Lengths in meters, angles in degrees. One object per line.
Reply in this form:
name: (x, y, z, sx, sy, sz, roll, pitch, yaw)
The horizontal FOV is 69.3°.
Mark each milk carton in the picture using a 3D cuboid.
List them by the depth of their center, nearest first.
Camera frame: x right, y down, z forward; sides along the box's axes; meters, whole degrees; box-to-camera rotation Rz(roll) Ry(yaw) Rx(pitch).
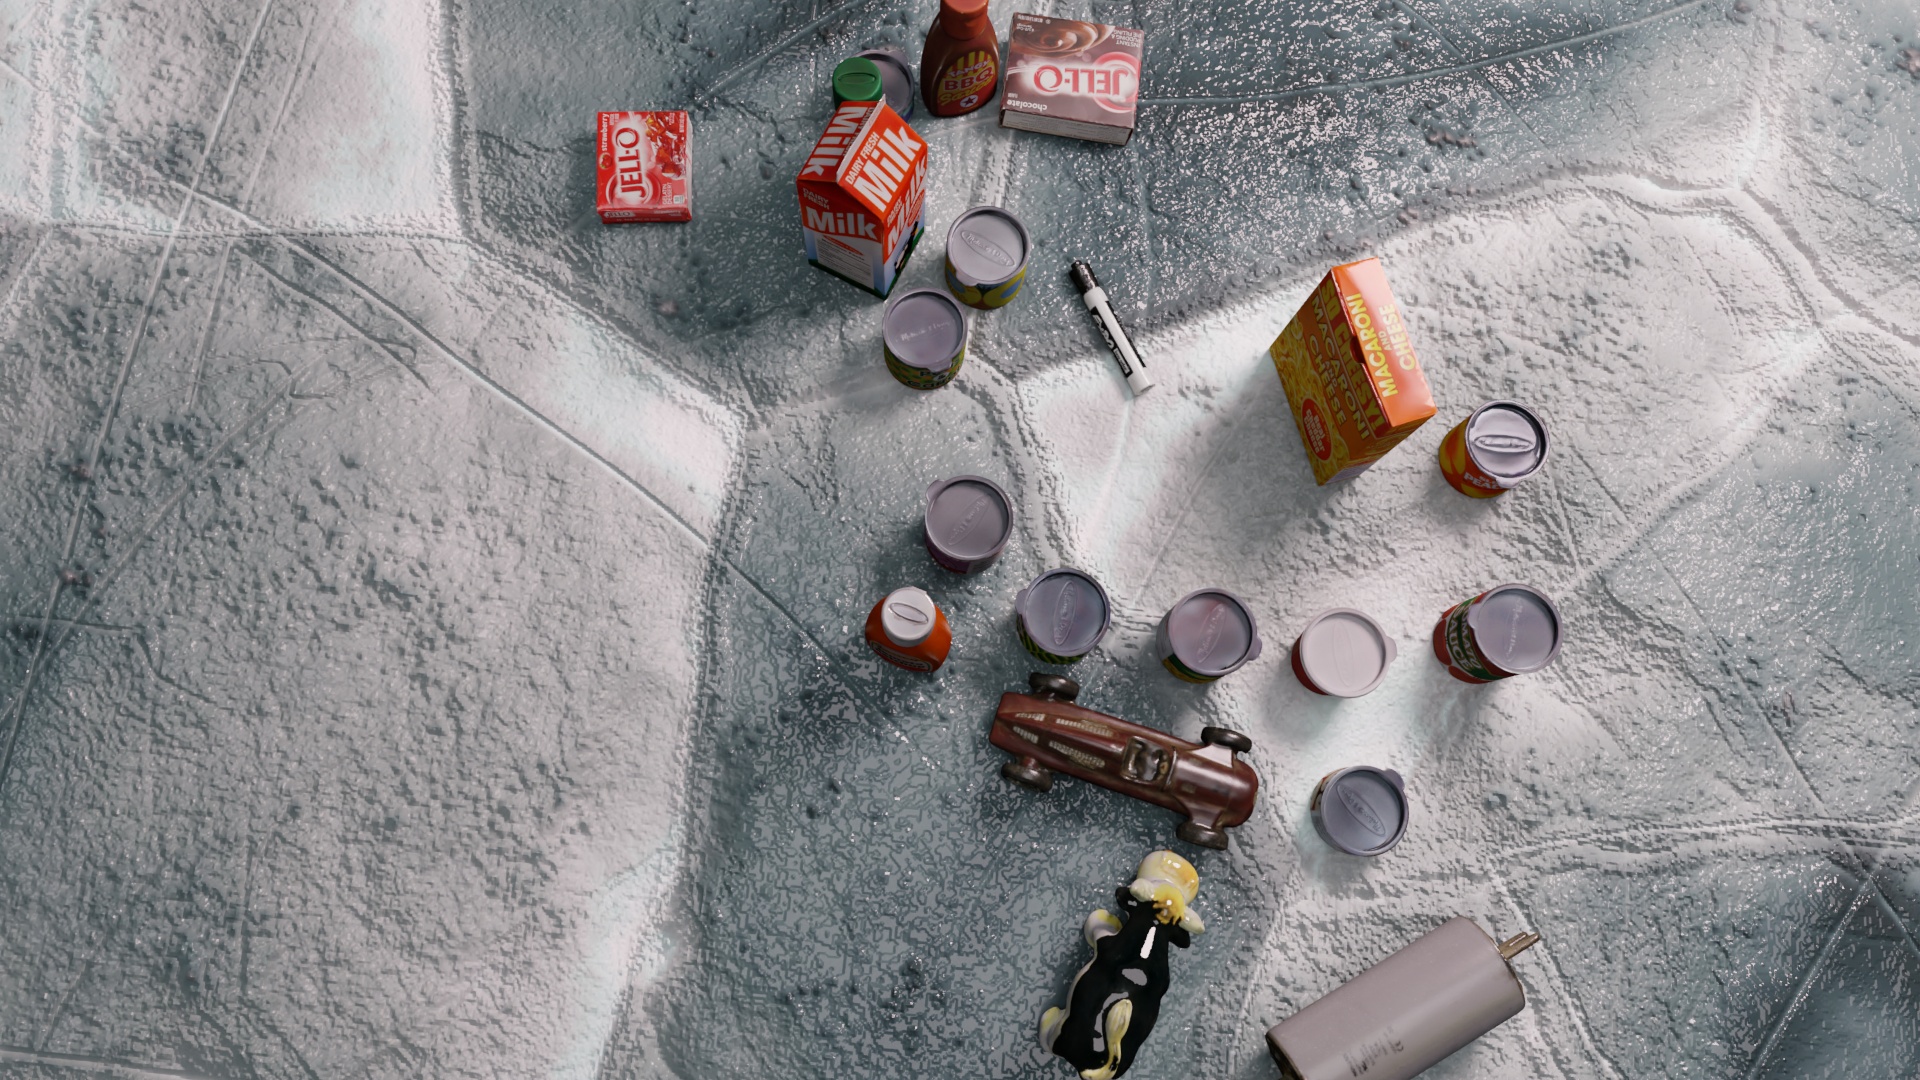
milk carton: (-0.072, -0.259, 1.042, 0.073, 0.190, 0.072, 27, 78, 3)

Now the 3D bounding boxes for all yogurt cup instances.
yogurt cup: (0.284, 0.088, 1.050, 0.072, 0.054, 0.072, 0, 78, -2)

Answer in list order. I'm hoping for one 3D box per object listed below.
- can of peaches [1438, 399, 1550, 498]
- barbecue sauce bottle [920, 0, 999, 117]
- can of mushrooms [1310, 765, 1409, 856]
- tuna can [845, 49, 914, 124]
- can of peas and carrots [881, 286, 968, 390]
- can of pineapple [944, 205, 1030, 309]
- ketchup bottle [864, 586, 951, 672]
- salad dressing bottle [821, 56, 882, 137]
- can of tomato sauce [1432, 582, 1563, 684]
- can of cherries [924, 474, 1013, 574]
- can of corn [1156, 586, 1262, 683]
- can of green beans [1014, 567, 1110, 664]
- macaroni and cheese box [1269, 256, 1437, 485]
can of peaches: (0.416, -0.068, 1.087, 0.071, 0.058, 0.071, 0, 78, -2)
barbecue sauce bottle: (0.001, -0.391, 1.096, 0.065, 0.148, 0.044, -21, 80, -6)
can of mushrooms: (0.298, 0.200, 1.036, 0.071, 0.033, 0.071, 0, 78, -2)
tuna can: (-0.069, -0.370, 1.148, 0.071, 0.032, 0.071, 0, 78, -2)
can of peas and carrots: (-0.027, -0.155, 1.088, 0.071, 0.058, 0.071, 0, 78, -2)
can of pineapple: (0.019, -0.223, 1.106, 0.071, 0.057, 0.071, 0, 78, -2)
ketchup bottle: (-0.037, 0.062, 0.994, 0.065, 0.148, 0.043, 21, 78, 2)
salad dressing bottle: (-0.078, -0.320, 1.077, 0.064, 0.147, 0.044, -3, 78, -3)
can of tomato sauce: (0.400, 0.072, 1.043, 0.071, 0.083, 0.071, 0, 78, -2)
can of cherries: (0.004, -0.013, 1.058, 0.071, 0.058, 0.071, 0, 78, -2)
can of corn: (0.186, 0.074, 1.046, 0.071, 0.058, 0.071, 0, 78, -2)
can of green beans: (0.076, 0.058, 1.046, 0.071, 0.057, 0.071, 0, 78, -2)
macaroni and cheese box: (0.288, -0.121, 1.038, 0.040, 0.166, 0.124, -16, 79, -5)
